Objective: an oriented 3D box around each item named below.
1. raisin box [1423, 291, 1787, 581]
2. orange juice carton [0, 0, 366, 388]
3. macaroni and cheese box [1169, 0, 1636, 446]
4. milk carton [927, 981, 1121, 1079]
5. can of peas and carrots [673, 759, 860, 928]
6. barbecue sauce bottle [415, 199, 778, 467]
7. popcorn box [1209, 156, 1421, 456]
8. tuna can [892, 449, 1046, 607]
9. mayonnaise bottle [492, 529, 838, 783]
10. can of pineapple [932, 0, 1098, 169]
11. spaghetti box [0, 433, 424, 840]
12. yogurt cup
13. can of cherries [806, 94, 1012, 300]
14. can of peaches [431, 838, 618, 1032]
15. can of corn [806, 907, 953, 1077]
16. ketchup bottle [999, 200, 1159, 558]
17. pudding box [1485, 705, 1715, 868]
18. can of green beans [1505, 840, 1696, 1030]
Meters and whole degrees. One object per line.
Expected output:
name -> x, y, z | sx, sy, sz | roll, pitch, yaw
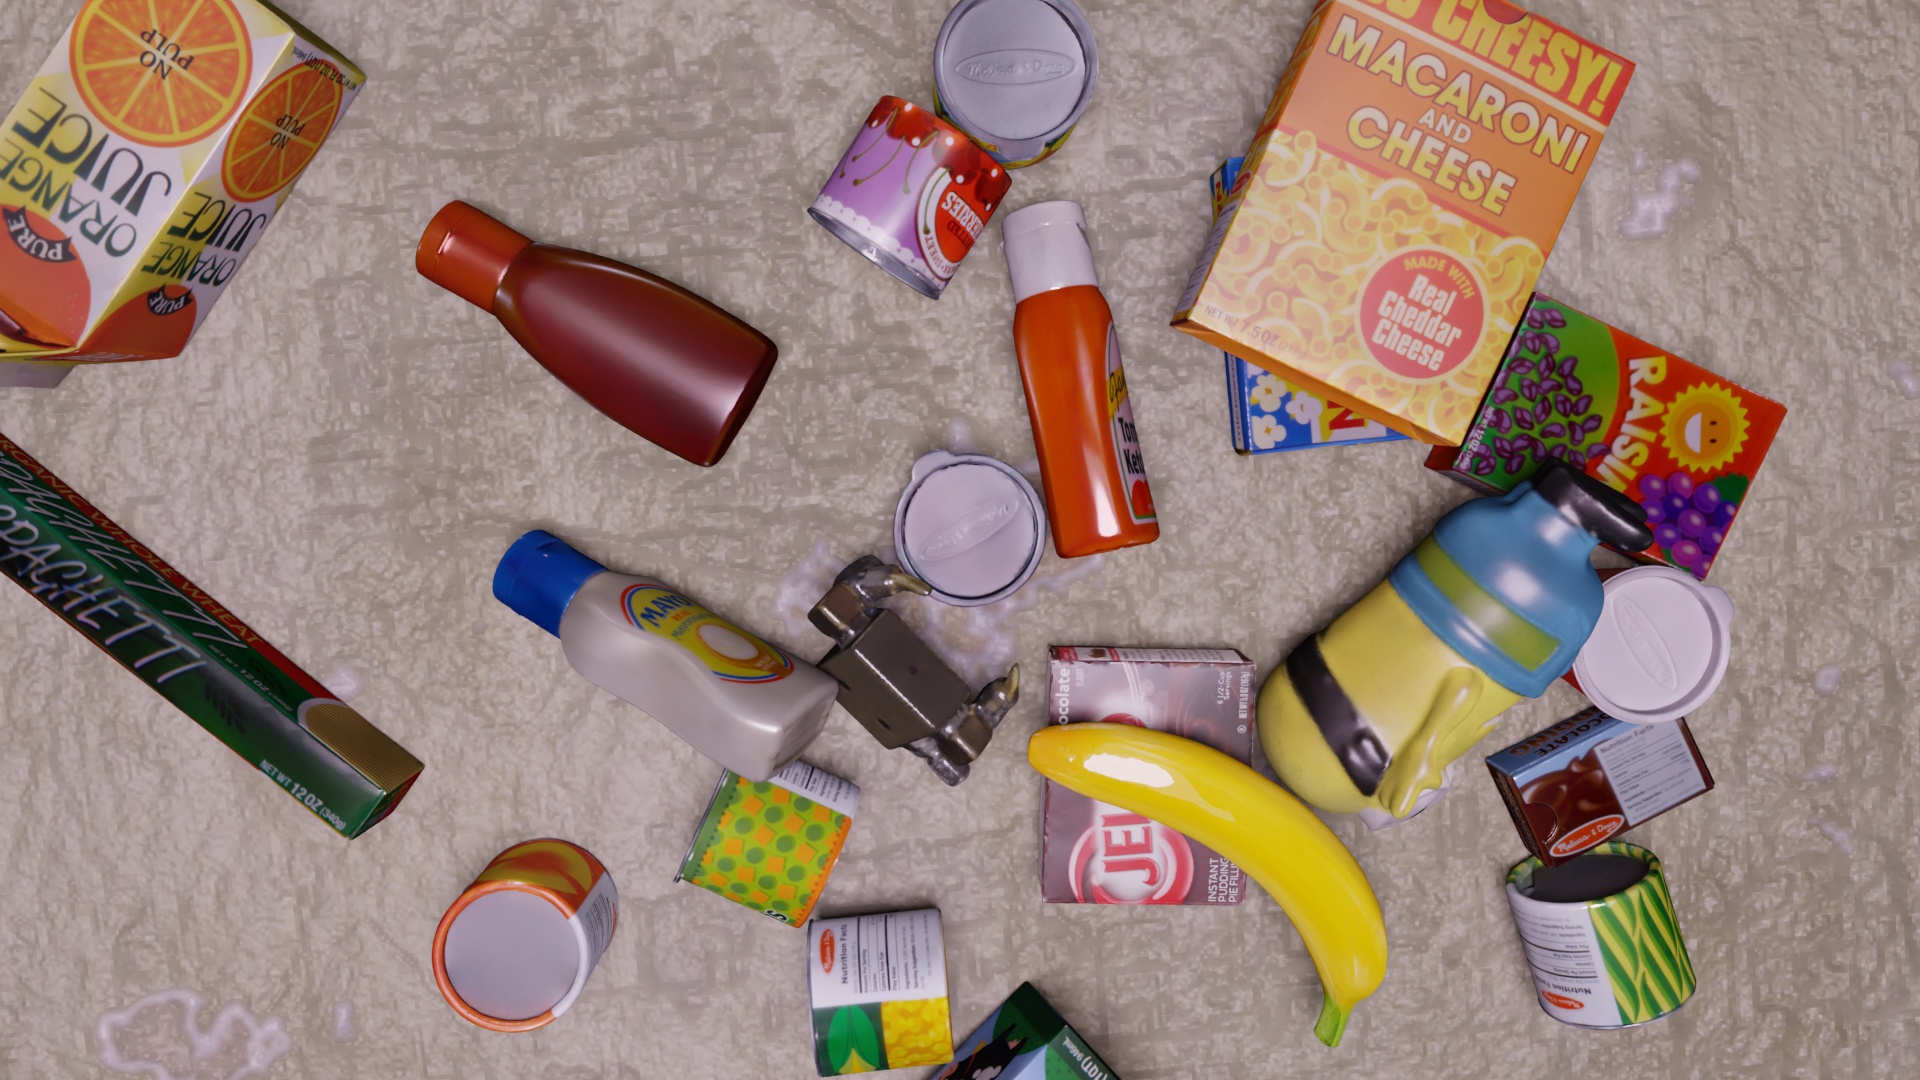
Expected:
raisin box -> 0.282, -0.045, 0.612 | 0.123, 0.040, 0.086 | 24, 93, -3
orange juice carton -> -0.337, -0.140, 0.565 | 0.073, 0.072, 0.192 | 36, 92, -4
macaroni and cheese box -> 0.177, -0.138, 0.560 | 0.124, 0.040, 0.166 | 24, 93, -5
milk carton -> -0.008, 0.289, 0.591 | 0.191, 0.073, 0.072 | -43, 96, -11
can of peas and carrots -> -0.083, 0.127, 0.598 | 0.059, 0.071, 0.071 | 24, 94, -4
barbecue sauce bottle -> -0.156, -0.092, 0.590 | 0.148, 0.044, 0.065 | 29, 93, -3
popcorn box -> 0.158, -0.103, 0.603 | 0.085, 0.038, 0.126 | -6, 95, -1
tuna can -> 0.002, -0.008, 0.607 | 0.071, 0.033, 0.071 | 0, 95, -2
mayonnaise bottle -> -0.128, 0.045, 0.586 | 0.148, 0.065, 0.041 | 29, 112, 12
can of pineapple -> 0.021, -0.191, 0.581 | 0.071, 0.058, 0.071 | 0, 95, -2
spaghetti box -> -0.341, 0.035, 0.590 | 0.250, 0.050, 0.028 | 40, 91, -4
yogurt cup -> 0.291, 0.042, 0.611 | 0.072, 0.054, 0.072 | 0, 95, -2
can of cherries -> -0.019, -0.141, 0.578 | 0.071, 0.071, 0.058 | 33, 92, -4
can of peaches -> -0.190, 0.170, 0.602 | 0.071, 0.058, 0.071 | 0, 95, -3
can of corn -> -0.034, 0.198, 0.607 | 0.058, 0.071, 0.071 | -5, 95, -2
ketchup bottle -> 0.048, -0.068, 0.592 | 0.043, 0.065, 0.149 | -13, 86, 17
pudding box -> 0.288, 0.105, 0.628 | 0.084, 0.030, 0.049 | -27, 96, 0
can of green beans -> 0.282, 0.173, 0.615 | 0.071, 0.071, 0.057 | -18, 95, 0
